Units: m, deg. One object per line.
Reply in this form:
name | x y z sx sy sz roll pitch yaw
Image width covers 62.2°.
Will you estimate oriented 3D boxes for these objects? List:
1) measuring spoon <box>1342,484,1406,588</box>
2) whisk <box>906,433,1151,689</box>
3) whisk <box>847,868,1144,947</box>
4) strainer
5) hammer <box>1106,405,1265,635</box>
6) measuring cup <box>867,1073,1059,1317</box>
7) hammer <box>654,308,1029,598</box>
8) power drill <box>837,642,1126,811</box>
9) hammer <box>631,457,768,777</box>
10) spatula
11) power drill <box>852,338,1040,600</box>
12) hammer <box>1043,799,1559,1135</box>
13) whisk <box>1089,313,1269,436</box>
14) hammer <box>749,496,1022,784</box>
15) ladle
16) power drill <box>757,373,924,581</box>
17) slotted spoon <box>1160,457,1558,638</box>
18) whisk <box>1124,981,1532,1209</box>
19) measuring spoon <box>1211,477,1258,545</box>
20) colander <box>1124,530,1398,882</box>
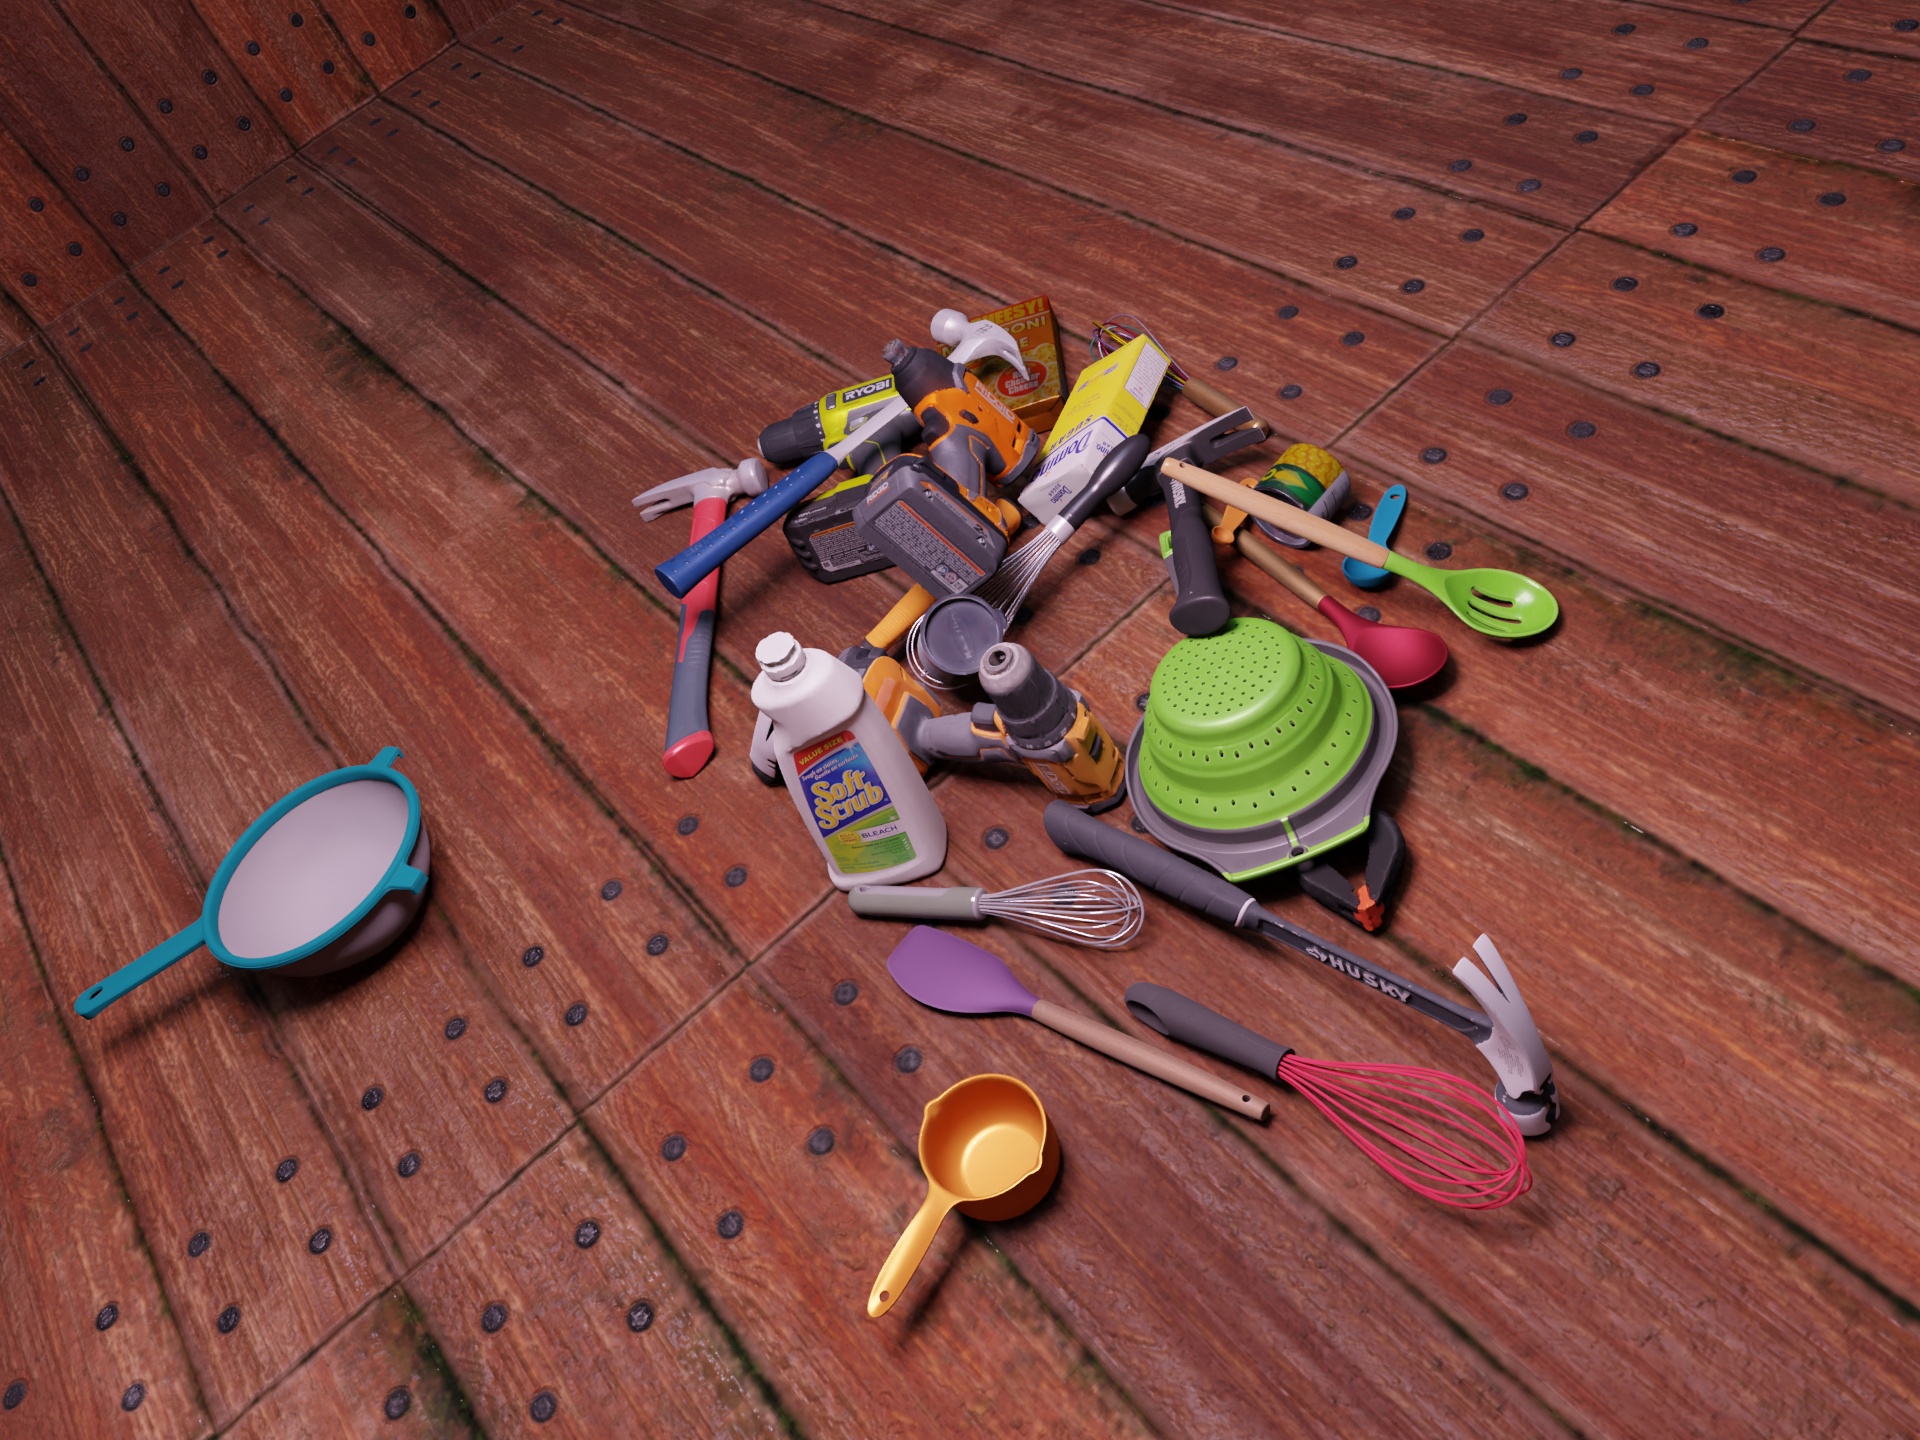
measuring spoon | 0.345 -0.148 1.299 0.042 0.021 0.129 5 45 29
whisk | 0.064 -0.138 1.355 0.284 0.070 0.070 -46 48 -2
whisk | 0.022 0.136 1.178 0.246 0.059 0.058 -1 13 29
strainer | -0.596 0.181 1.386 0.340 0.095 0.211 -32 43 -1
hammer | 0.186 -0.156 1.267 0.146 0.035 0.335 -29 23 18
measuring cup | -0.001 0.315 1.029 0.095 0.052 0.174 19 63 35
hammer | -0.109 -0.246 1.462 0.405 0.035 0.144 -41 43 -17
power drill | -0.002 -0.004 1.214 0.226 0.185 0.084 7 63 32
hammer | -0.264 -0.101 1.516 0.143 0.038 0.387 -15 47 14
spatula | 0.073 0.212 1.106 0.316 0.018 0.060 18 54 36
power drill | -0.018 -0.223 1.348 0.084 0.164 0.227 -35 27 35
hammer | 0.201 0.132 1.055 0.036 0.149 0.409 -43 41 -21
whisk | 0.200 -0.323 1.494 0.051 0.047 0.245 -37 50 -10
hammer | -0.057 -0.085 1.370 0.034 0.127 0.337 40 65 7
ladle | 0.277 -0.107 1.284 0.069 0.031 0.316 -32 44 -9
power drill | -0.110 -0.243 1.543 0.190 0.080 0.229 -15 45 13
slotted spoon | 0.298 -0.133 1.205 0.314 0.031 0.070 24 53 4
whisk | 0.221 0.224 1.002 0.296 0.073 0.073 19 61 42
measuring spoon | 0.235 -0.177 1.354 0.021 0.011 0.117 31 41 4
colander | 0.193 -0.059 1.207 0.204 0.094 0.398 -23 39 12
